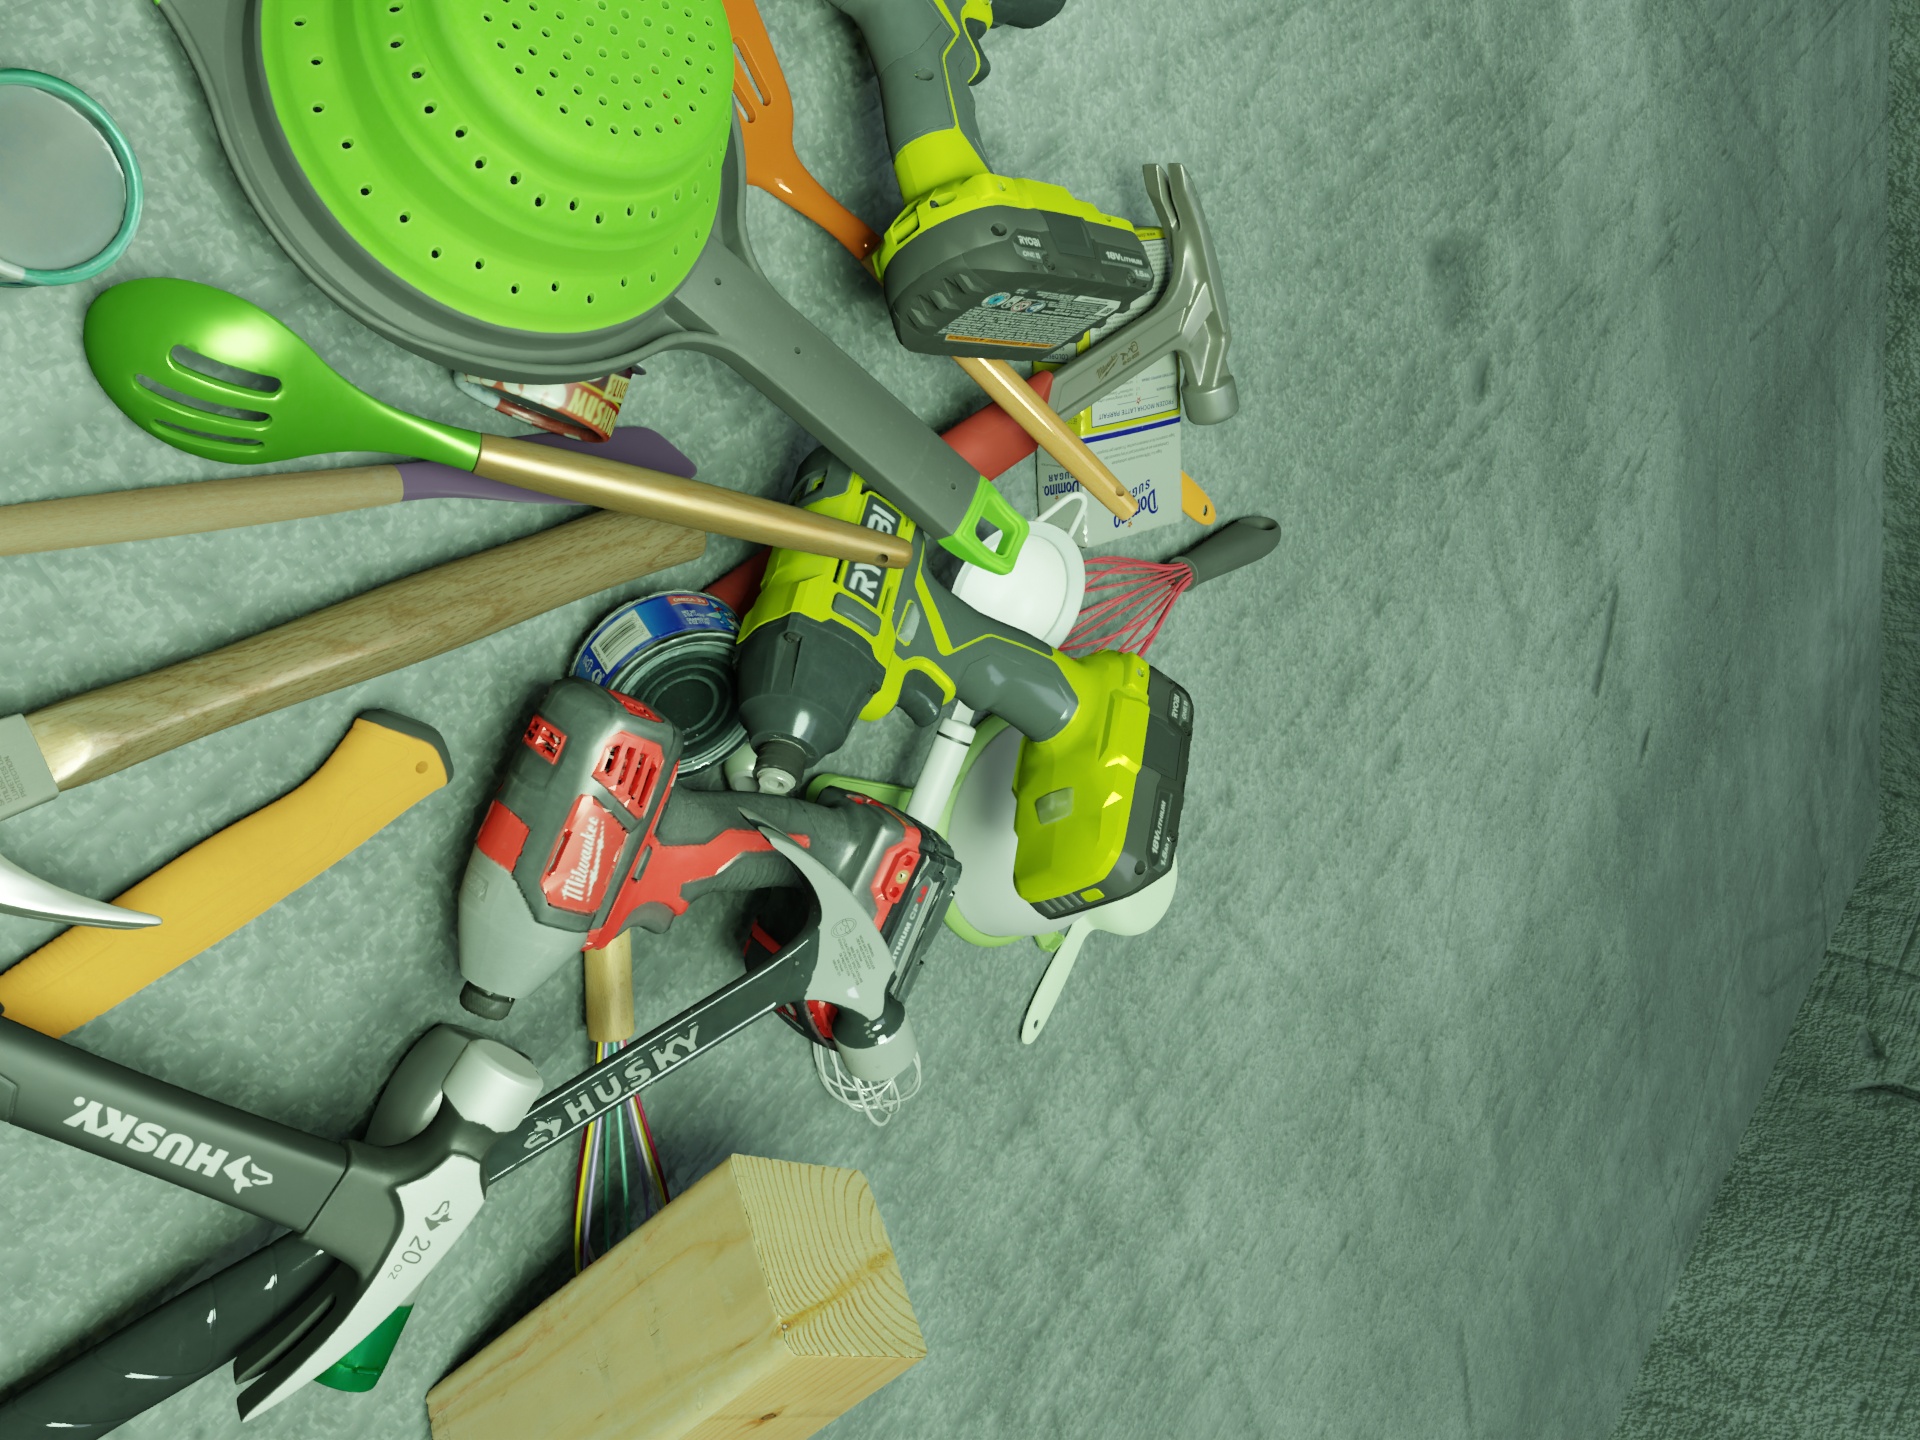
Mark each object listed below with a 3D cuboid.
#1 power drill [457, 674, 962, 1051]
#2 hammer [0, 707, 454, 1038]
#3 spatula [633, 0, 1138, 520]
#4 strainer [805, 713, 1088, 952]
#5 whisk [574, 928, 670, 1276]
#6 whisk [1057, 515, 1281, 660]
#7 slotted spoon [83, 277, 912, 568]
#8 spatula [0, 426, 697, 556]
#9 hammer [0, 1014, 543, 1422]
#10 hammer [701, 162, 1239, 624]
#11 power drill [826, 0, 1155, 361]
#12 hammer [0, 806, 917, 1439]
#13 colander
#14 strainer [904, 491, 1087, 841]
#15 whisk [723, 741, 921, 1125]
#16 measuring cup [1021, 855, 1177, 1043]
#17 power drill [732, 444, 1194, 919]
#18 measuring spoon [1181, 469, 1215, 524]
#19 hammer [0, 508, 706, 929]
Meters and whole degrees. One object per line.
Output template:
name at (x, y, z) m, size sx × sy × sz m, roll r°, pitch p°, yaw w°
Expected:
power drill at (-0.114, 0.077, 0.703) m, size 0.219 × 0.079 × 0.143 m, roll 24°, pitch 91°, yaw -44°
hammer at (-0.318, 0.104, 0.557) m, size 0.337 × 0.034 × 0.127 m, roll -41°, pitch 127°, yaw -35°
spatula at (-0.022, -0.210, 0.758) m, size 0.322 × 0.041 × 0.081 m, roll 42°, pitch 66°, yaw -18°
strainer at (0.020, 0.060, 0.905) m, size 0.256 × 0.069 × 0.151 m, roll 13°, pitch 90°, yaw -51°
whisk at (-0.161, 0.168, 0.749) m, size 0.047 × 0.051 × 0.245 m, roll -3°, pitch 98°, yaw -13°
whisk at (0.130, -0.088, 1.003) m, size 0.296 × 0.073 × 0.073 m, roll -28°, pitch 120°, yaw -47°
slotted spoon at (-0.156, -0.096, 0.600) m, size 0.313 × 0.031 × 0.070 m, roll 11°, pitch 134°, yaw -29°
spatula at (-0.236, -0.085, 0.597) m, size 0.316 × 0.060 × 0.018 m, roll -16°, pitch 136°, yaw -41°
hammer at (-0.307, 0.110, 0.493) m, size 0.334 × 0.035 × 0.146 m, roll 35°, pitch 86°, yaw -32°
hammer at (0.012, -0.152, 0.825) m, size 0.359 × 0.037 × 0.149 m, roll -37°, pitch 123°, yaw -27°
power drill at (0.008, -0.290, 0.744) m, size 0.190 × 0.080 × 0.228 m, roll -9°, pitch 79°, yaw -47°
hammer at (-0.204, 0.179, 0.616) m, size 0.409 × 0.036 × 0.149 m, roll -30°, pitch 125°, yaw -20°
colander at (-0.091, -0.187, 0.600) m, size 0.396 × 0.094 × 0.205 m, roll 38°, pitch 61°, yaw -28°
strainer at (-0.001, -0.003, 0.829) m, size 0.086 × 0.050 × 0.258 m, roll 21°, pitch 93°, yaw -41°
whisk at (-0.074, 0.116, 0.837) m, size 0.059 × 0.058 × 0.246 m, roll -78°, pitch 154°, yaw -59°
measuring cup at (0.091, 0.140, 1.030) m, size 0.168 × 0.038 × 0.083 m, roll -59°, pitch 137°, yaw -23°
power drill at (0.001, -0.005, 0.732) m, size 0.223 × 0.080 × 0.171 m, roll 33°, pitch 53°, yaw -29°
measuring spoon at (0.141, -0.156, 1.031) m, size 0.116 × 0.011 × 0.021 m, roll 33°, pitch 75°, yaw -48°
hammer at (-0.228, -0.027, 0.599) m, size 0.331 × 0.031 × 0.130 m, roll -28°, pitch 102°, yaw -42°
